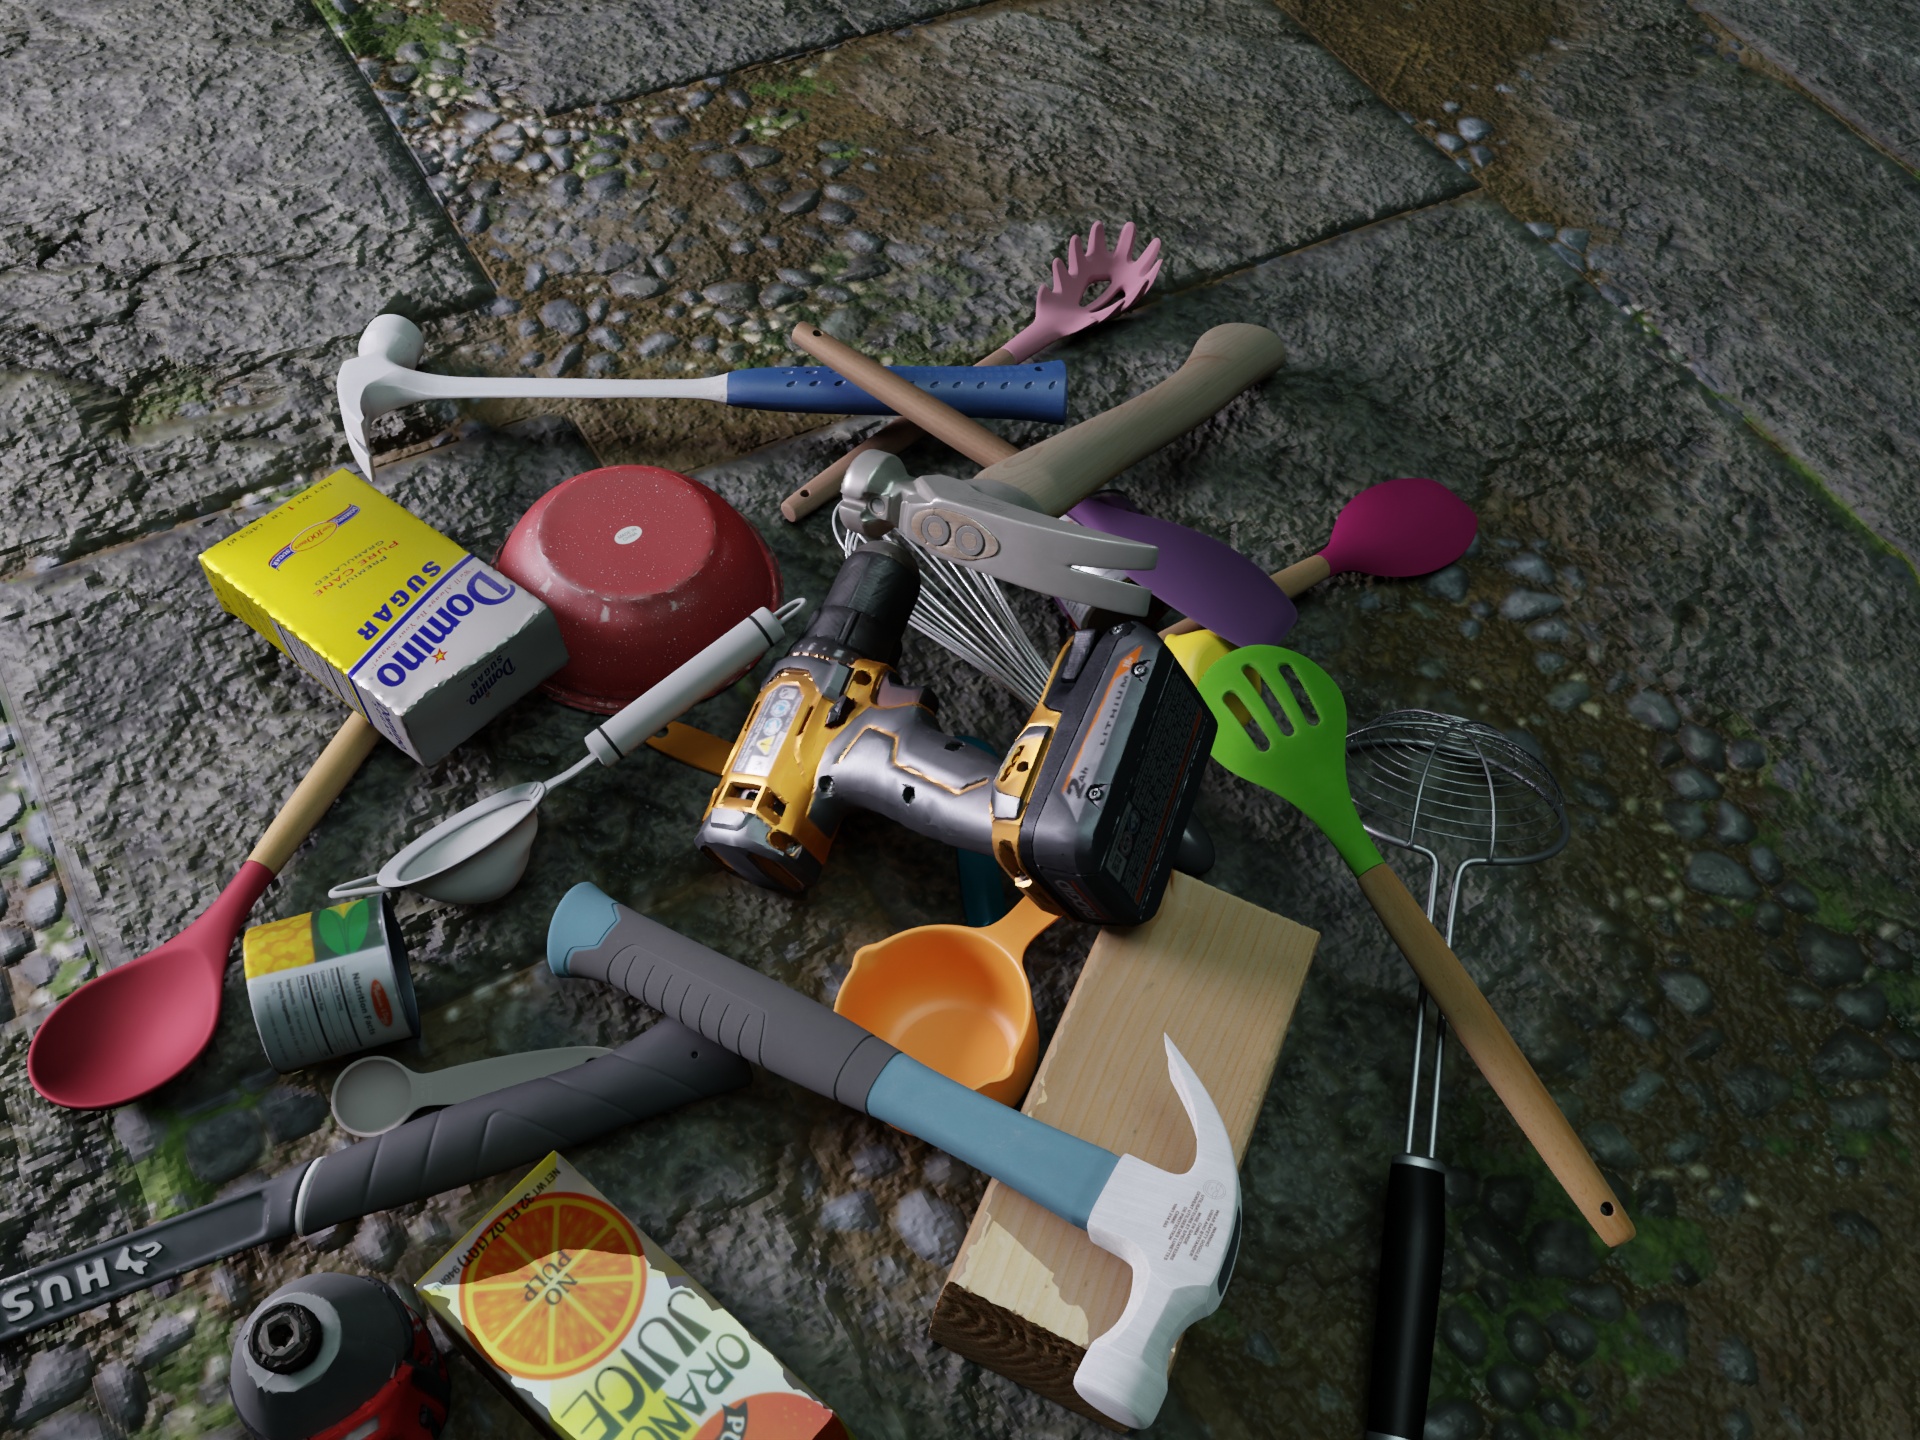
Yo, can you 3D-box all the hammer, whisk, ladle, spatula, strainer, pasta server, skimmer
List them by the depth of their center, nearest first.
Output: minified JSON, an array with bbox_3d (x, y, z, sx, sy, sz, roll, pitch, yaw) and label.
[{"bbox_3d":[-0.042,0.140,0.635,0.331,0.033,0.128,20,57,28],"label":"hammer"},{"bbox_3d":[-0.279,0.203,0.636,0.409,0.036,0.149,-17,75,-20],"label":"hammer"},{"bbox_3d":[0.214,0.152,0.745,0.127,0.090,0.363,10,65,7],"label":"skimmer"},{"bbox_3d":[-0.318,0.049,0.754,0.069,0.031,0.316,18,54,8],"label":"ladle"},{"bbox_3d":[-0.174,0.020,0.754,0.258,0.087,0.050,-38,110,-11],"label":"strainer"},{"bbox_3d":[0.031,-0.025,0.833,0.070,0.070,0.285,-34,71,-25],"label":"whisk"},{"bbox_3d":[0.104,-0.152,0.837,0.146,0.038,0.411,20,31,21],"label":"hammer"},{"bbox_3d":[0.038,-0.130,0.841,0.316,0.018,0.060,34,53,14],"label":"spatula"},{"bbox_3d":[-0.142,-0.183,0.894,0.405,0.035,0.144,0,37,-5],"label":"hammer"},{"bbox_3d":[0.010,-0.212,0.965,0.060,0.040,0.316,39,61,21],"label":"pasta server"}]

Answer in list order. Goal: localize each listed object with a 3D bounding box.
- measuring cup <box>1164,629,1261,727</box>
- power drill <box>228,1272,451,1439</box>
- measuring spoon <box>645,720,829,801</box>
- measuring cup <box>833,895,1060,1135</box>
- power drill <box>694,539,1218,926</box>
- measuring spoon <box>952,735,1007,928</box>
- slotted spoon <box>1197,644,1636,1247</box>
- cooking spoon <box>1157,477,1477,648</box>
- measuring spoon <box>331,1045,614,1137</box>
[{"bbox_3d":[0.091,0.002,0.779,0.156,0.029,0.062,-30,96,-34],"label":"measuring cup"},{"bbox_3d":[-0.177,0.289,0.538,0.078,0.143,0.220,-29,66,-21],"label":"power drill"},{"bbox_3d":[-0.113,0.020,0.806,0.117,0.011,0.021,20,56,7],"label":"measuring spoon"},{"bbox_3d":[0.021,0.116,0.720,0.173,0.052,0.095,-40,53,-23],"label":"measuring cup"},{"bbox_3d":[-0.001,-0.002,0.733,0.226,0.084,0.185,4,61,35],"label":"power drill"},{"bbox_3d":[0.008,0.058,0.788,0.042,0.021,0.129,-4,55,-9],"label":"measuring spoon"},{"bbox_3d":[0.201,0.088,0.712,0.070,0.031,0.314,-28,67,-3],"label":"slotted spoon"},{"bbox_3d":[0.183,-0.077,0.881,0.319,0.017,0.069,-27,63,-32],"label":"cooking spoon"},{"bbox_3d":[-0.210,0.160,0.701,0.124,0.018,0.034,-4,74,-17],"label":"measuring spoon"}]
